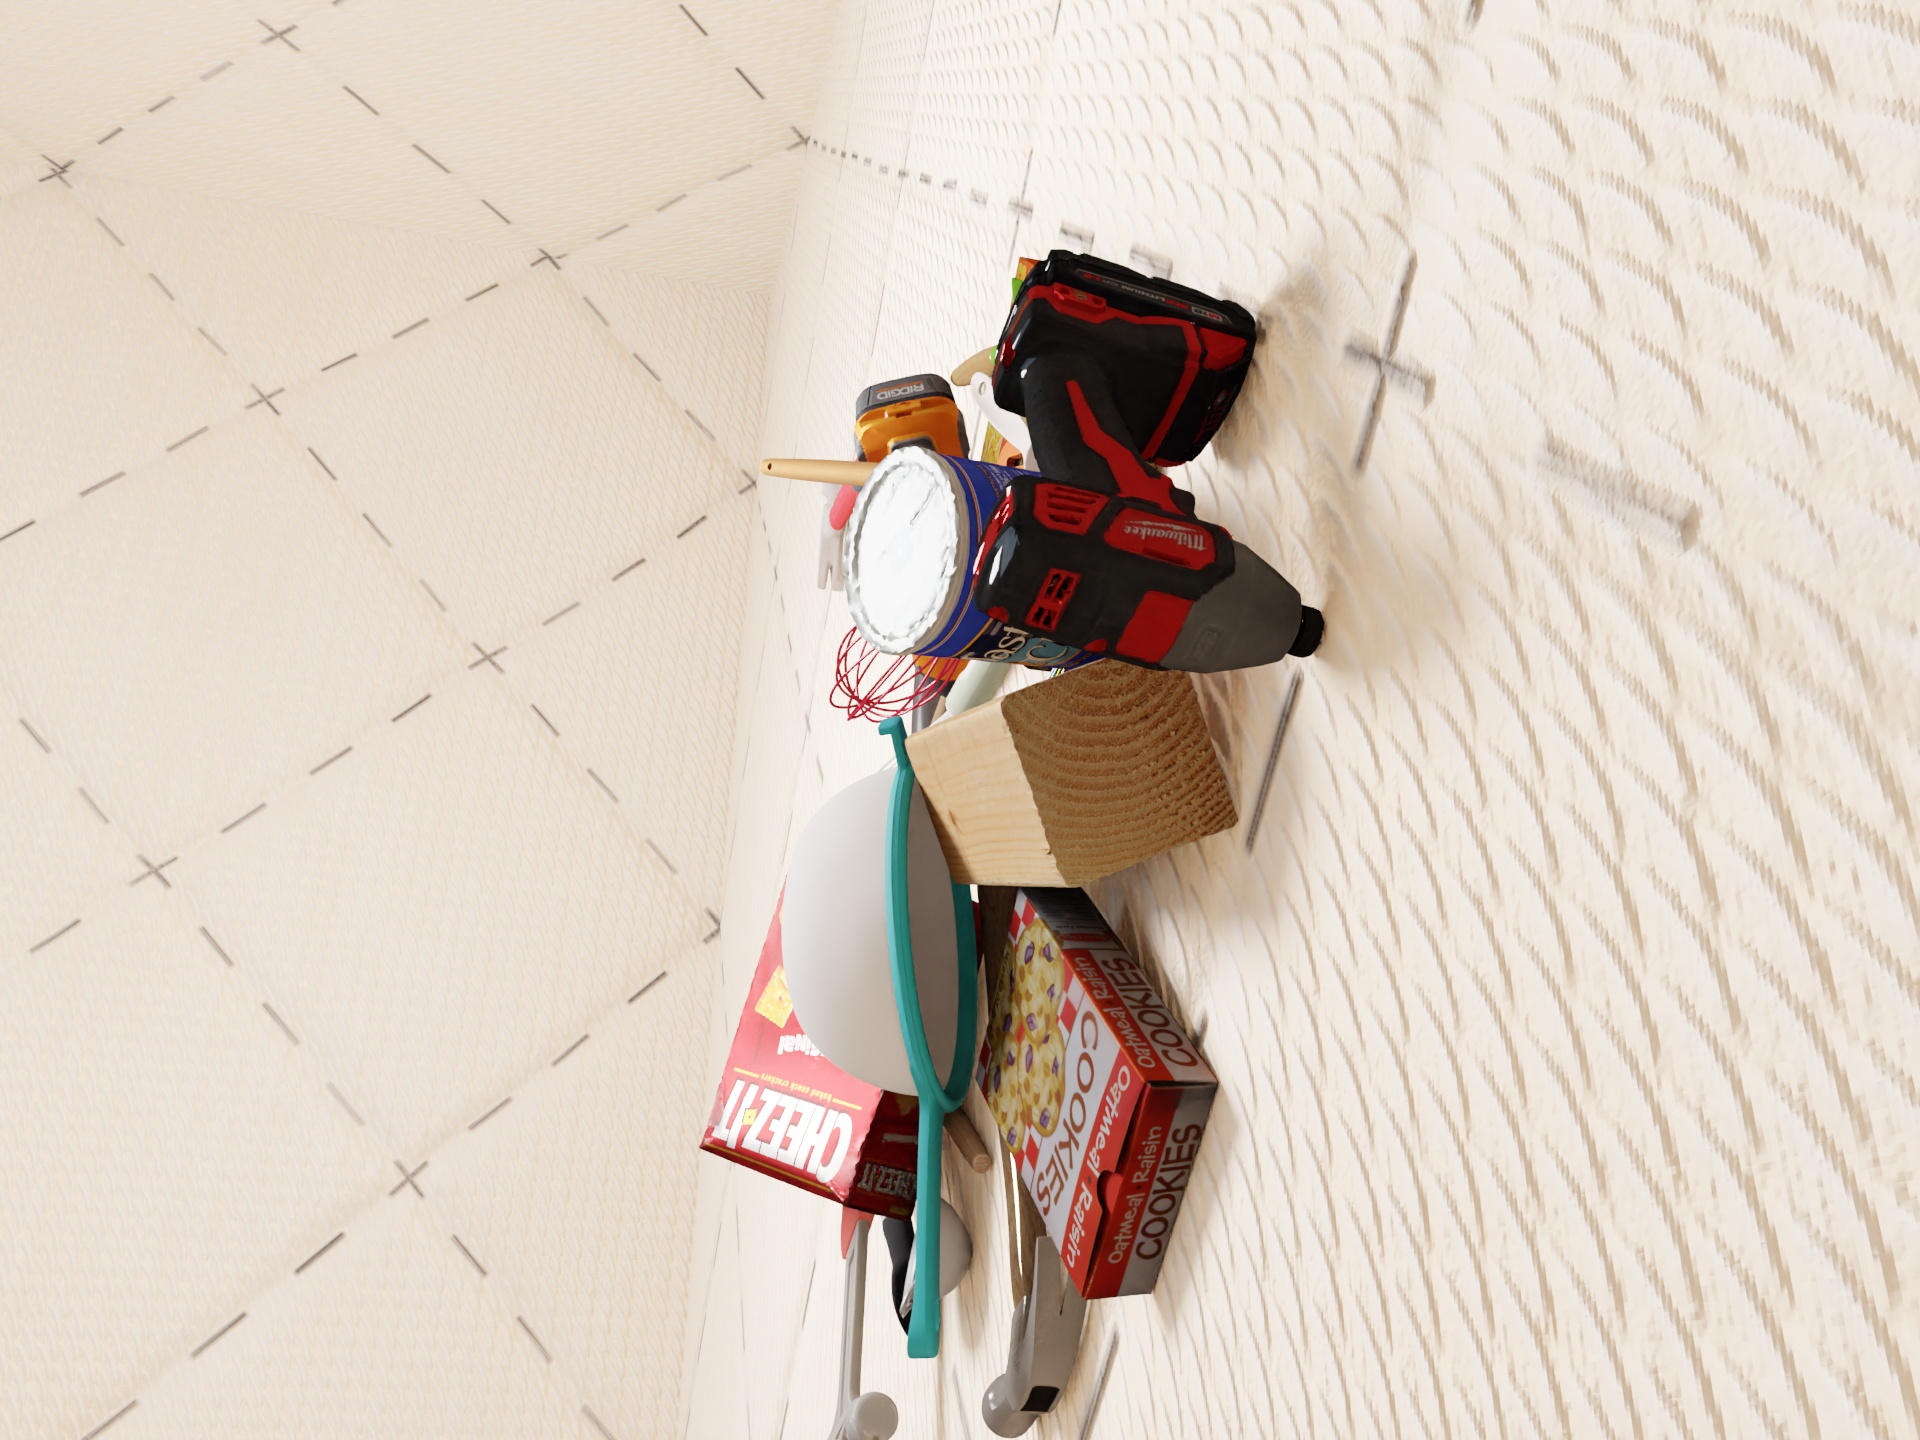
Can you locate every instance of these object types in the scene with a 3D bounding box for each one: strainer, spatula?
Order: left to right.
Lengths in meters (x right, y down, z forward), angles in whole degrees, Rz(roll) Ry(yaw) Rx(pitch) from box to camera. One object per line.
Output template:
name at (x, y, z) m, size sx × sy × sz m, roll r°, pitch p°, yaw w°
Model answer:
strainer at (-0.053, 0.182, 0.908) m, size 0.210 × 0.095 × 0.341 m, roll 67°, pitch -159°, yaw -61°
spatula at (-0.044, -0.168, 1.085) m, size 0.323 × 0.041 × 0.081 m, roll 13°, pitch 99°, yaw 45°
strainer at (-0.023, 0.327, 1.102) m, size 0.259 × 0.050 × 0.087 m, roll -105°, pitch 29°, yaw -72°
spatula at (-0.022, 0.265, 1.168) m, size 0.316 × 0.018 × 0.059 m, roll -153°, pitch 46°, yaw -75°

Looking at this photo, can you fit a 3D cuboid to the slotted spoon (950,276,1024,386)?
slotted spoon at (0.023, -0.239, 1.046) m, size 0.314 × 0.031 × 0.070 m, roll -140°, pitch 40°, yaw -79°

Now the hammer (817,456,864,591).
hammer at (-0.115, -0.267, 1.818) m, size 0.386 × 0.038 × 0.143 m, roll 140°, pitch 134°, yaw -71°

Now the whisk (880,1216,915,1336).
whisk at (-0.055, 0.349, 1.204) m, size 0.285 × 0.070 × 0.070 m, roll -111°, pitch 30°, yaw -55°

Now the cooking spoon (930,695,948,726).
cooking spoon at (-0.049, 0.104, 1.197) m, size 0.069 × 0.017 × 0.319 m, roll 4°, pitch 71°, yaw 51°

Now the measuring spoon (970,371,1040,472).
measuring spoon at (0.037, -0.180, 0.969) m, size 0.034 × 0.018 × 0.124 m, roll -63°, pitch 38°, yaw 28°

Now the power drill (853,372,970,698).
power drill at (-0.020, -0.128, 1.187) m, size 0.164 × 0.084 × 0.227 m, roll 74°, pitch -175°, yaw -55°

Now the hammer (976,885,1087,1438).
hammer at (0.033, 0.226, 0.927) m, size 0.130 × 0.031 × 0.332 m, roll 111°, pitch 161°, yaw -47°

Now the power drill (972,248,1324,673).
power drill at (0.080, -0.108, 0.693) m, size 0.220 × 0.143 × 0.078 m, roll -87°, pitch 16°, yaw -46°

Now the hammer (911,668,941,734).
hammer at (-0.029, 0.053, 1.283) m, size 0.128 × 0.033 × 0.331 m, roll 121°, pitch 153°, yaw -62°

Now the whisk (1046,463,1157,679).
whisk at (0.064, -0.038, 0.915) m, size 0.047 × 0.051 × 0.245 m, roll -97°, pitch 21°, yaw -65°

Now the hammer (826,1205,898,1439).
hammer at (-0.074, 0.334, 1.140) m, size 0.149 × 0.036 × 0.359 m, roll 126°, pitch 151°, yaw -54°

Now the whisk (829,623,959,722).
whisk at (0.004, -0.082, 0.973) m, size 0.295 × 0.073 × 0.073 m, roll -41°, pitch 40°, yaw 43°

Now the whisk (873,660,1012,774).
whisk at (-0.002, -0.003, 0.996) m, size 0.246 × 0.059 × 0.058 m, roll -60°, pitch 0°, yaw 43°
